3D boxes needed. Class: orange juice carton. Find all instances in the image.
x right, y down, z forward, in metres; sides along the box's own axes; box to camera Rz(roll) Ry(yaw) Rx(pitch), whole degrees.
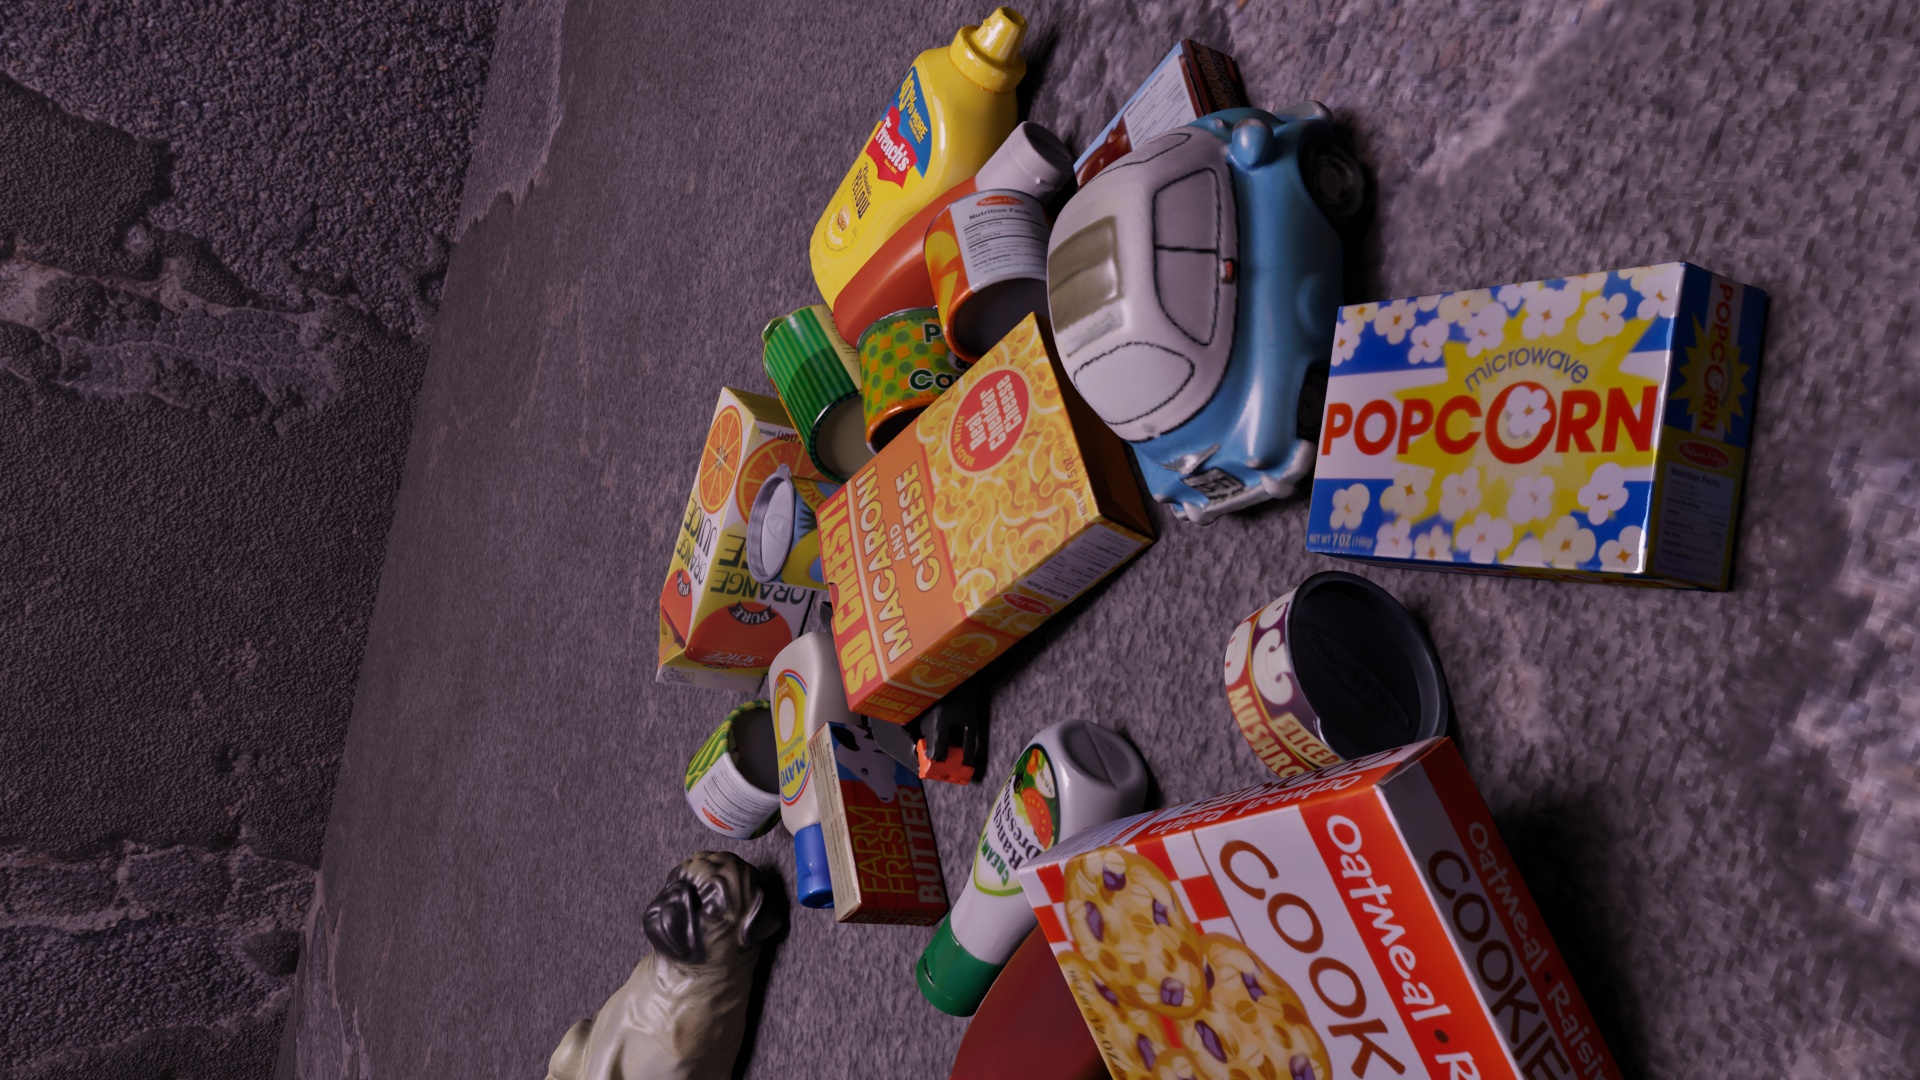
[{"bbox_3d":[-0.135,0.008,0.884,0.073,0.072,0.192,40,114,57],"label":"orange juice carton"}]

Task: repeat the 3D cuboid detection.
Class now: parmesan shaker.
[{"bbox_3d":[-0.073,-0.086,0.808,0.071,0.071,0.103,-64,34,25],"label":"parmesan shaker"}]

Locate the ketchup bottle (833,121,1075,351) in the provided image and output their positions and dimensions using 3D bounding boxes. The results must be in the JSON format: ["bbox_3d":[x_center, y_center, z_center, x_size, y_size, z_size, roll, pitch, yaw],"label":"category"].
[{"bbox_3d":[-0.001,-0.152,0.722,0.148,0.065,0.044,-42,48,34],"label":"ketchup bottle"}]

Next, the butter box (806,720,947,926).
[{"bbox_3d":[-0.043,0.143,0.703,0.024,0.053,0.104,-49,42,37],"label":"butter box"}]

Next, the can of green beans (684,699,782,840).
[{"bbox_3d":[-0.123,0.136,0.828,0.057,0.071,0.071,-47,43,42],"label":"can of green beans"}]

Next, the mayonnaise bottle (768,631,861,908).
[{"bbox_3d":[-0.078,0.128,0.778,0.064,0.041,0.149,-43,45,43],"label":"mayonnaise bottle"}]

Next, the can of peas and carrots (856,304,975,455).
[{"bbox_3d":[-0.017,-0.079,0.718,0.070,0.071,0.059,-40,49,47],"label":"can of peas and carrots"}]

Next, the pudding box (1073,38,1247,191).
[{"bbox_3d":[0.087,-0.170,0.606,0.083,0.030,0.050,-44,46,45],"label":"pudding box"}]

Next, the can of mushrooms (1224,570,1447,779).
[{"bbox_3d":[0.119,0.047,0.443,0.033,0.071,0.071,-41,47,49],"label":"can of mushrooms"}]

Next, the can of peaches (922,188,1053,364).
[{"bbox_3d":[0.019,-0.124,0.673,0.071,0.071,0.058,-49,42,41],"label":"can of peaches"}]

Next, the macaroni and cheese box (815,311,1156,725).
[{"bbox_3d":[0.002,-0.008,0.652,0.166,0.040,0.124,-39,46,30],"label":"macaroni and cheese box"}]

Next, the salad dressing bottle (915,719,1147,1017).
[{"bbox_3d":[0.026,0.144,0.594,0.147,0.044,0.064,-62,32,27],"label":"salad dressing bottle"}]

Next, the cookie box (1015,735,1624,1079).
[{"bbox_3d":[0.103,0.137,0.424,0.166,0.040,0.123,-32,82,52],"label":"cookie box"}]

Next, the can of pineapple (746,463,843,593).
[{"bbox_3d":[-0.086,-0.005,0.818,0.070,0.058,0.071,-25,60,54],"label":"can of pineapple"}]

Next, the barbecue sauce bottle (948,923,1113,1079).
[{"bbox_3d":[0.028,0.212,0.571,0.147,0.044,0.065,-58,36,33],"label":"barbecue sauce bottle"}]

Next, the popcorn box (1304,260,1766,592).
[{"bbox_3d":[0.166,-0.032,0.419,0.126,0.038,0.085,5,85,60],"label":"popcorn box"}]
